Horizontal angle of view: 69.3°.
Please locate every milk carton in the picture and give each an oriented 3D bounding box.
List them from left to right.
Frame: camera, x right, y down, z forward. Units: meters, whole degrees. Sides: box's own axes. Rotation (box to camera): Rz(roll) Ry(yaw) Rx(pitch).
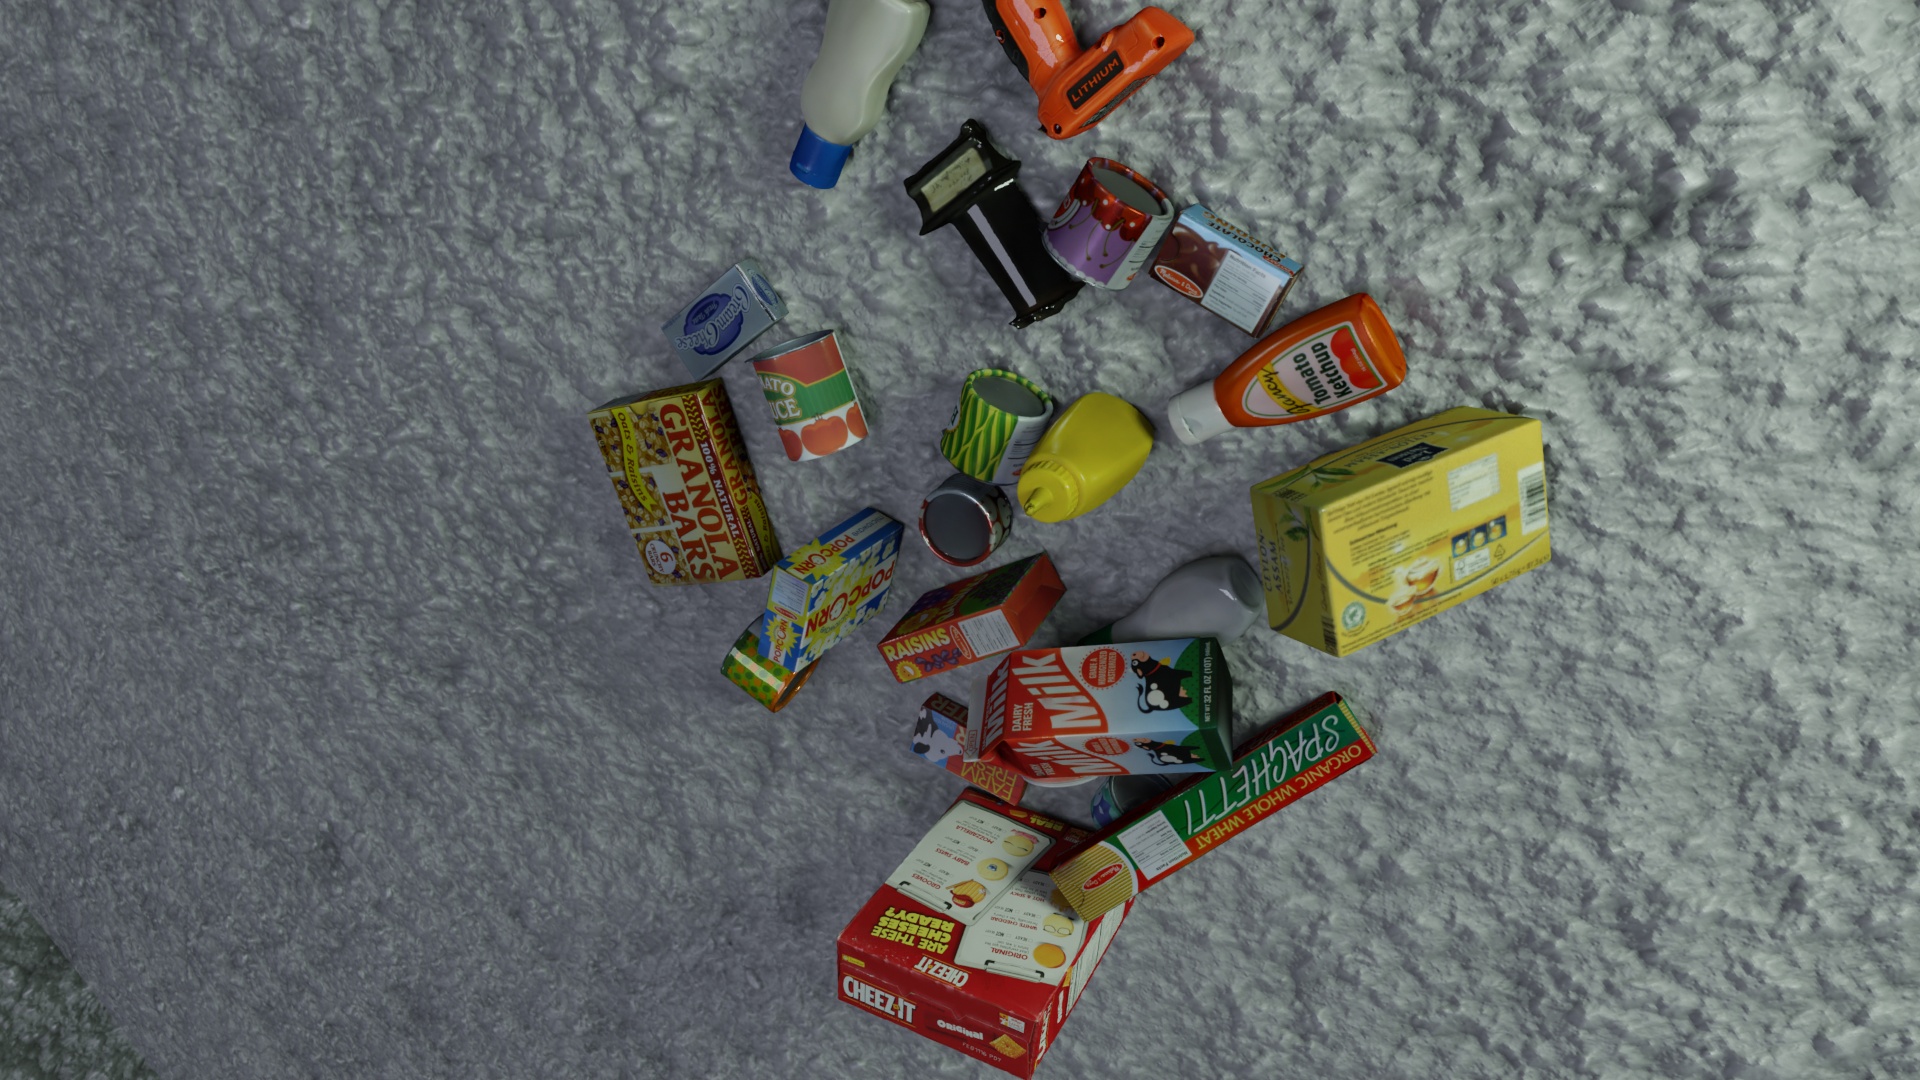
[{"bbox_3d":[0.095,0.123,0.996,0.190,0.073,0.073,-5,146,19],"label":"milk carton"}]

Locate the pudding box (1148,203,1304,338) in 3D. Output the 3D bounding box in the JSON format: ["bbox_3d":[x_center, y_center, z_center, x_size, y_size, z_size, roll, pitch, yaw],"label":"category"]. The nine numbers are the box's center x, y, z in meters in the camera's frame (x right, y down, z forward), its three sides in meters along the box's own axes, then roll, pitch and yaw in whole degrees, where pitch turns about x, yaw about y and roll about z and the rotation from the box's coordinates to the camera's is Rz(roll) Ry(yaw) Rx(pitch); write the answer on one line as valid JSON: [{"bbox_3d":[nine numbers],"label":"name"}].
[{"bbox_3d":[0.169,-0.173,0.887,0.084,0.030,0.049,33,126,12],"label":"pudding box"}]

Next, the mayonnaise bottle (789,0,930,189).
[{"bbox_3d":[-0.076,-0.312,0.950,0.065,0.041,0.147,38,127,10],"label":"mayonnaise bottle"}]

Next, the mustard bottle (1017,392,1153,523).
[{"bbox_3d":[0.074,-0.049,0.919,0.065,0.161,0.048,37,127,10],"label":"mustard bottle"}]

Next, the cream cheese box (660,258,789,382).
[{"bbox_3d":[-0.186,-0.172,1.089,0.103,0.024,0.053,-30,97,36],"label":"cream cheese box"}]

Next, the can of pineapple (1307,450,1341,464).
[{"bbox_3d":[0.245,-0.019,0.902,0.071,0.058,0.070,12,118,24],"label":"can of pineapple"}]

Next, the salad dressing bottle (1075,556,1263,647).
[{"bbox_3d":[0.148,0.061,1.004,0.147,0.044,0.064,-31,101,38],"label":"salad dressing bottle"}]

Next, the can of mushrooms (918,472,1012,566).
[{"bbox_3d":[0.004,-0.013,1.054,0.071,0.033,0.070,12,118,23],"label":"can of mushrooms"}]

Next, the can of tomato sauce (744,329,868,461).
[{"bbox_3d":[-0.115,-0.109,1.052,0.071,0.071,0.083,-9,109,32],"label":"can of tomato sauce"}]

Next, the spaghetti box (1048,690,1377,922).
[{"bbox_3d":[0.180,0.193,1.003,0.249,0.029,0.050,-34,95,14],"label":"spaghetti box"}]

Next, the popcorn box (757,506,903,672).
[{"bbox_3d":[-0.099,0.036,1.078,0.038,0.127,0.084,28,124,20],"label":"popcorn box"}]

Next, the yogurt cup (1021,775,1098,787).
[{"bbox_3d":[0.077,0.154,1.076,0.072,0.073,0.053,0,105,29],"label":"yogurt cup"}]

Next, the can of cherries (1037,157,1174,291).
[{"bbox_3d":[0.092,-0.204,0.891,0.071,0.072,0.058,39,126,7],"label":"can of cherries"}]

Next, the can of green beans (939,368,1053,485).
[{"bbox_3d":[0.026,-0.081,0.989,0.071,0.071,0.057,31,124,13],"label":"can of green beans"}]

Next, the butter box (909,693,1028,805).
[{"bbox_3d":[0.012,0.172,1.145,0.103,0.024,0.052,25,123,17],"label":"butter box"}]

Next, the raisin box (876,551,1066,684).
[{"bbox_3d":[0.008,0.059,1.054,0.123,0.086,0.040,-20,107,35],"label":"raisin box"}]

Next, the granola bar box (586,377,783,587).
[{"bbox_3d":[-0.231,-0.045,1.167,0.124,0.039,0.165,-6,110,31],"label":"granola bar box"}]

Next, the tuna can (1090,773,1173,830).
[{"bbox_3d":[0.137,0.209,1.066,0.071,0.071,0.032,37,127,8],"label":"tuna can"}]

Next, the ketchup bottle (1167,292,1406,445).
[{"bbox_3d":[0.205,-0.103,0.892,0.148,0.044,0.064,-22,112,36],"label":"ketchup bottle"}]

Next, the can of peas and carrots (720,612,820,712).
[{"bbox_3d":[-0.162,0.106,1.184,0.059,0.071,0.070,36,125,9],"label":"can of peas and carrots"}]
